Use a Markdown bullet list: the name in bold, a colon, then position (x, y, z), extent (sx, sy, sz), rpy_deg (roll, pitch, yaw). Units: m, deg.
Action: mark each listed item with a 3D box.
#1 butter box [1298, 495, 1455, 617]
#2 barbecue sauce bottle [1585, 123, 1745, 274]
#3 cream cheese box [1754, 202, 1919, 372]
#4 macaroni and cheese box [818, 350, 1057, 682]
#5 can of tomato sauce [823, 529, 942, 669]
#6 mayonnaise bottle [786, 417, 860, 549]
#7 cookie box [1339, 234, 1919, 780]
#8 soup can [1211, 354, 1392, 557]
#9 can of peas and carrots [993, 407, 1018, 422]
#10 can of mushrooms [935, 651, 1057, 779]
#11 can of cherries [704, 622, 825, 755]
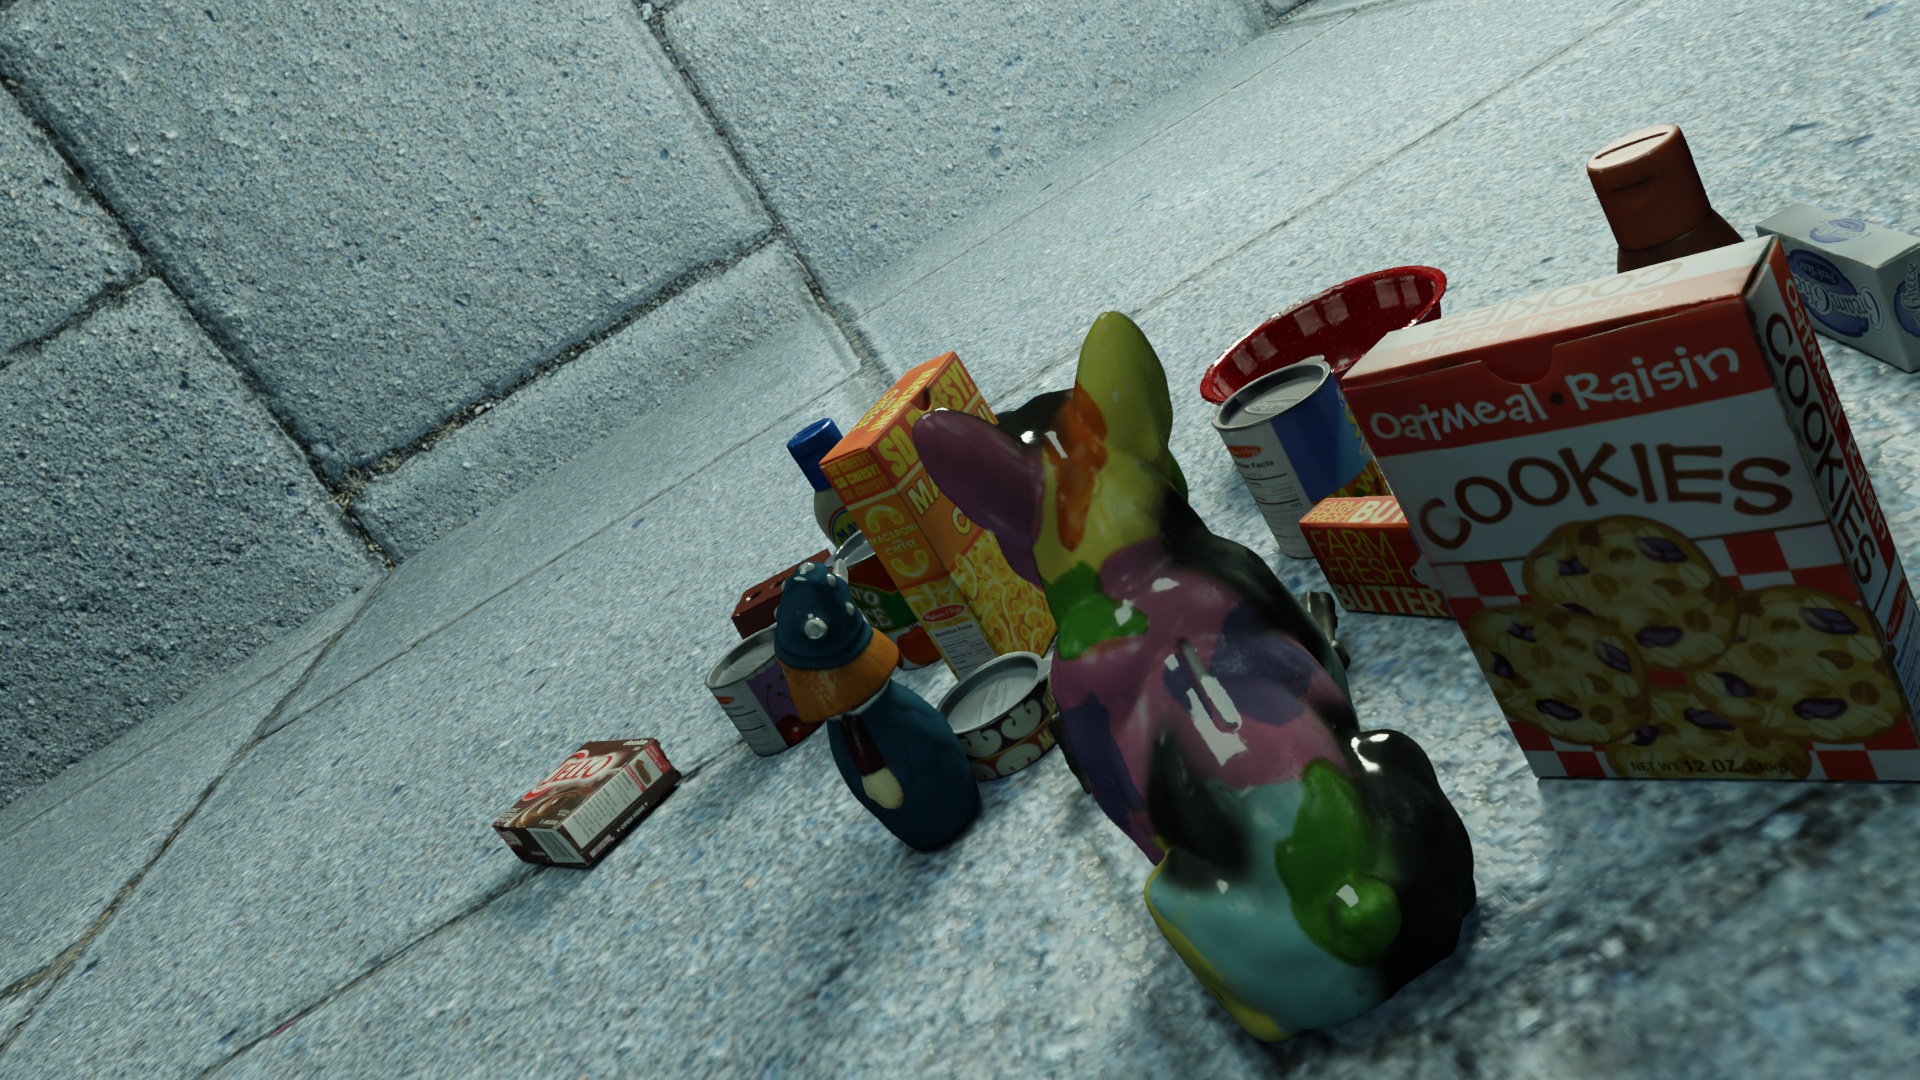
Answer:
- **butter box**: position (0.202, 0.007, 0.616), extent (0.024, 0.053, 0.103), rpy_deg (-40, 19, -24)
- **barbecue sauce bottle**: position (0.303, -0.097, 0.573), extent (0.064, 0.148, 0.044), rpy_deg (-13, 25, 45)
- **cream cheese box**: position (0.398, -0.115, 0.620), extent (0.024, 0.053, 0.104), rpy_deg (-28, 18, 13)
- **macaroni and cheese box**: position (0.003, -0.010, 0.801), extent (0.040, 0.166, 0.124), rpy_deg (-19, 21, 34)
- **can of tomato sauce**: position (-0.036, 0.032, 0.890), extent (0.071, 0.083, 0.071), rpy_deg (-28, 18, 10)
- **mayonnaise bottle**: position (-0.065, -0.013, 0.950), extent (0.064, 0.147, 0.041), rpy_deg (-24, 19, 24)
- **cookie box**: position (0.211, 0.001, 0.432), extent (0.122, 0.167, 0.040), rpy_deg (-10, 27, 49)
- **soup can**: position (0.183, -0.044, 0.733), extent (0.071, 0.083, 0.071), rpy_deg (-28, 18, 10)
- **can of peas and carrots**: position (0.031, -0.060, 1.062), extent (0.071, 0.058, 0.071), rpy_deg (-28, 18, 10)
- **can of mushrooms**: position (0.024, 0.090, 0.720), extent (0.071, 0.033, 0.071), rpy_deg (-28, 18, 10)
- **can of cherries**: position (-0.120, 0.095, 0.900), extent (0.071, 0.058, 0.072), rpy_deg (-28, 18, 10)
